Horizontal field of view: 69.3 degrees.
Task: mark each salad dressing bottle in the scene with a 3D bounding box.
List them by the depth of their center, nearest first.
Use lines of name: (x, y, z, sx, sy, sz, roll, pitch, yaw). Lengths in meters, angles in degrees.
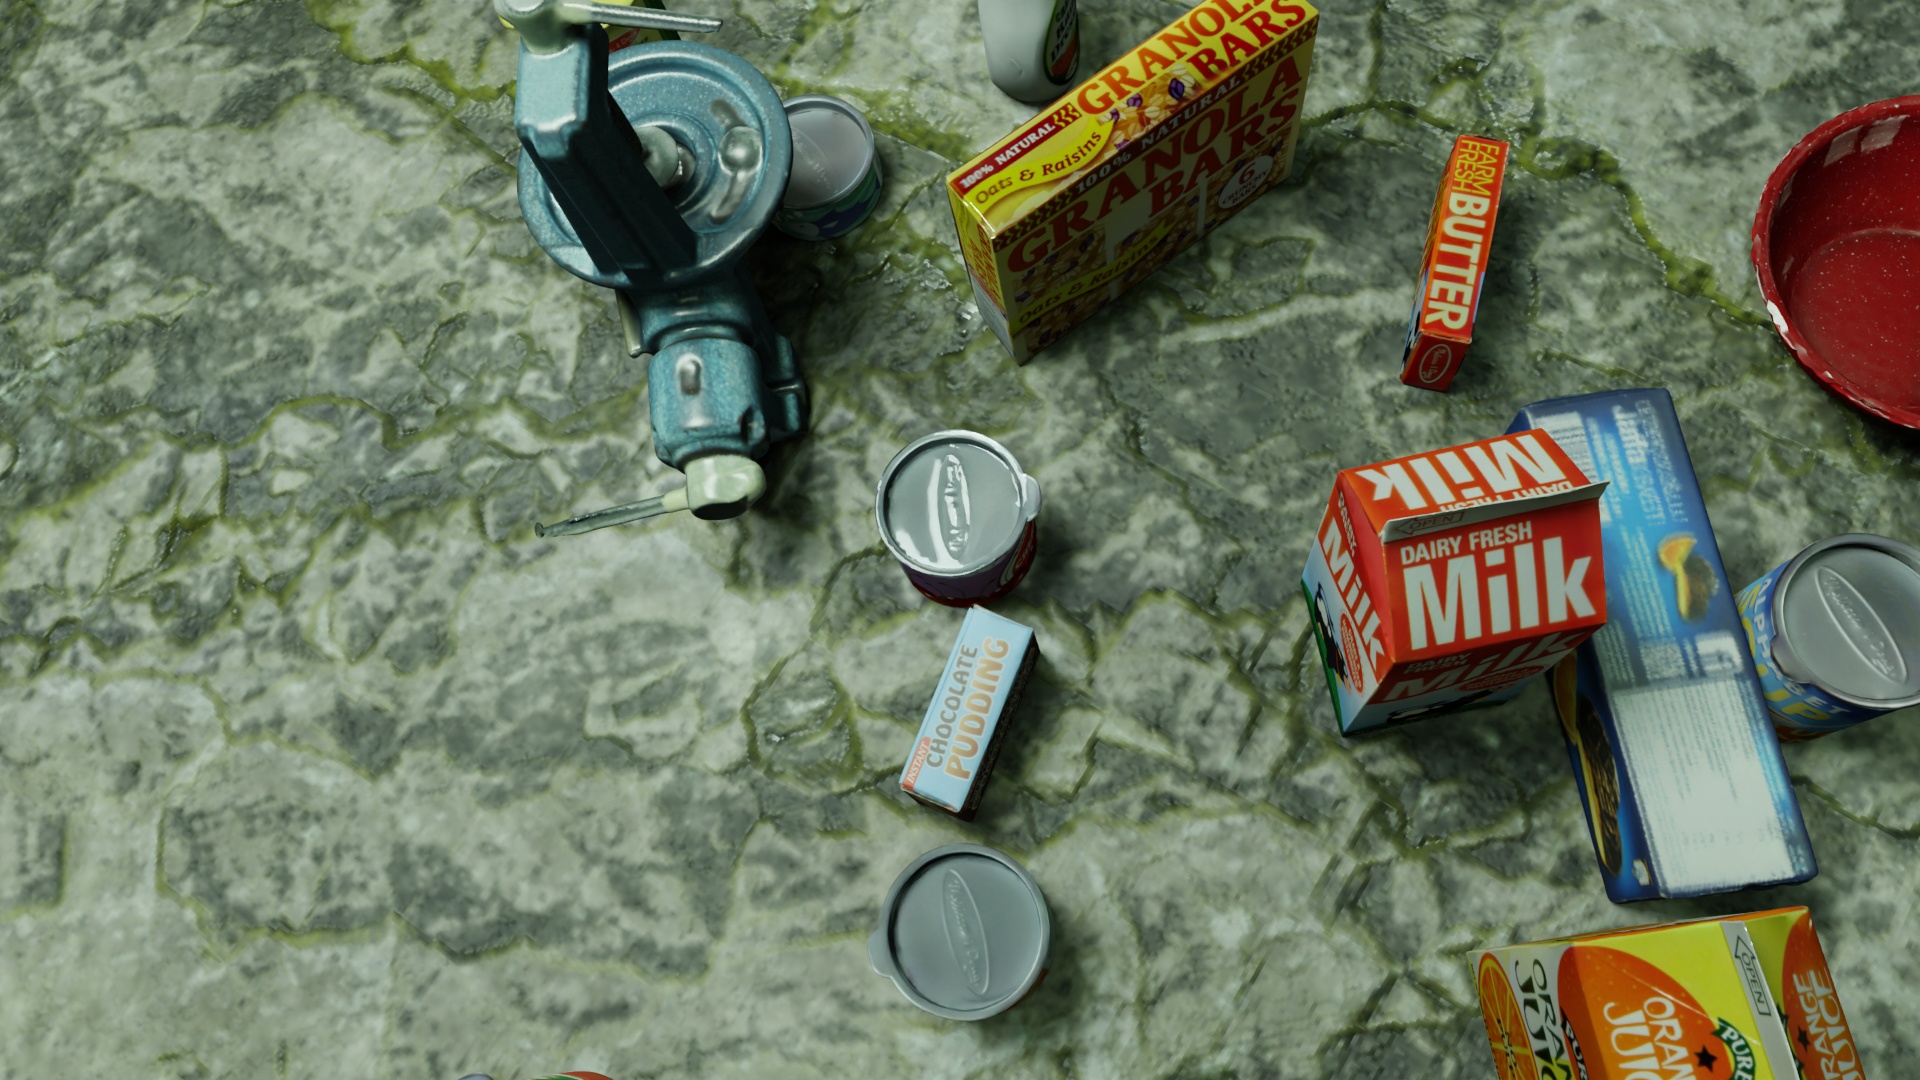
salad dressing bottle: (0.030, -0.266, 0.647, 0.044, 0.147, 0.064, 15, 75, 12)

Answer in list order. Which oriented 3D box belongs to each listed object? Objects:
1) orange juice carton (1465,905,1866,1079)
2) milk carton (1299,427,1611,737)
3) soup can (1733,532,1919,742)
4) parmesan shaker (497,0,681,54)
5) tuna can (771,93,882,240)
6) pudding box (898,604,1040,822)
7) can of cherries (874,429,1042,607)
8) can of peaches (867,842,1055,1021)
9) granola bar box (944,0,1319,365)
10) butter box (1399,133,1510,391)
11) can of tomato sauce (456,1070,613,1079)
orange juice carton: (0.231, 0.164, 0.458, 0.073, 0.192, 0.072, -10, 72, 4)
milk carton: (0.177, 0.016, 0.514, 0.072, 0.190, 0.073, -12, 71, 4)
soup can: (0.333, 0.042, 0.542, 0.071, 0.083, 0.071, -2, 72, 7)
parmesan shaker: (-0.175, -0.243, 0.689, 0.071, 0.103, 0.071, -2, 72, 7)
tuna can: (-0.075, -0.185, 0.695, 0.071, 0.032, 0.071, -2, 72, 7)
pudding box: (0.005, 0.074, 0.591, 0.030, 0.049, 0.084, 20, 76, 13)
can of cherries: (0.002, -0.008, 0.614, 0.071, 0.058, 0.071, -2, 72, 7)
can of peaches: (0.002, 0.159, 0.560, 0.071, 0.058, 0.071, -2, 72, 7)
granola bar box: (0.076, -0.163, 0.620, 0.166, 0.124, 0.039, -35, 72, -5)
butter box: (0.222, -0.125, 0.627, 0.024, 0.053, 0.104, 13, 74, 11)
can of tomato sauce: (-0.166, 0.242, 0.541, 0.071, 0.083, 0.071, -2, 72, 7)
